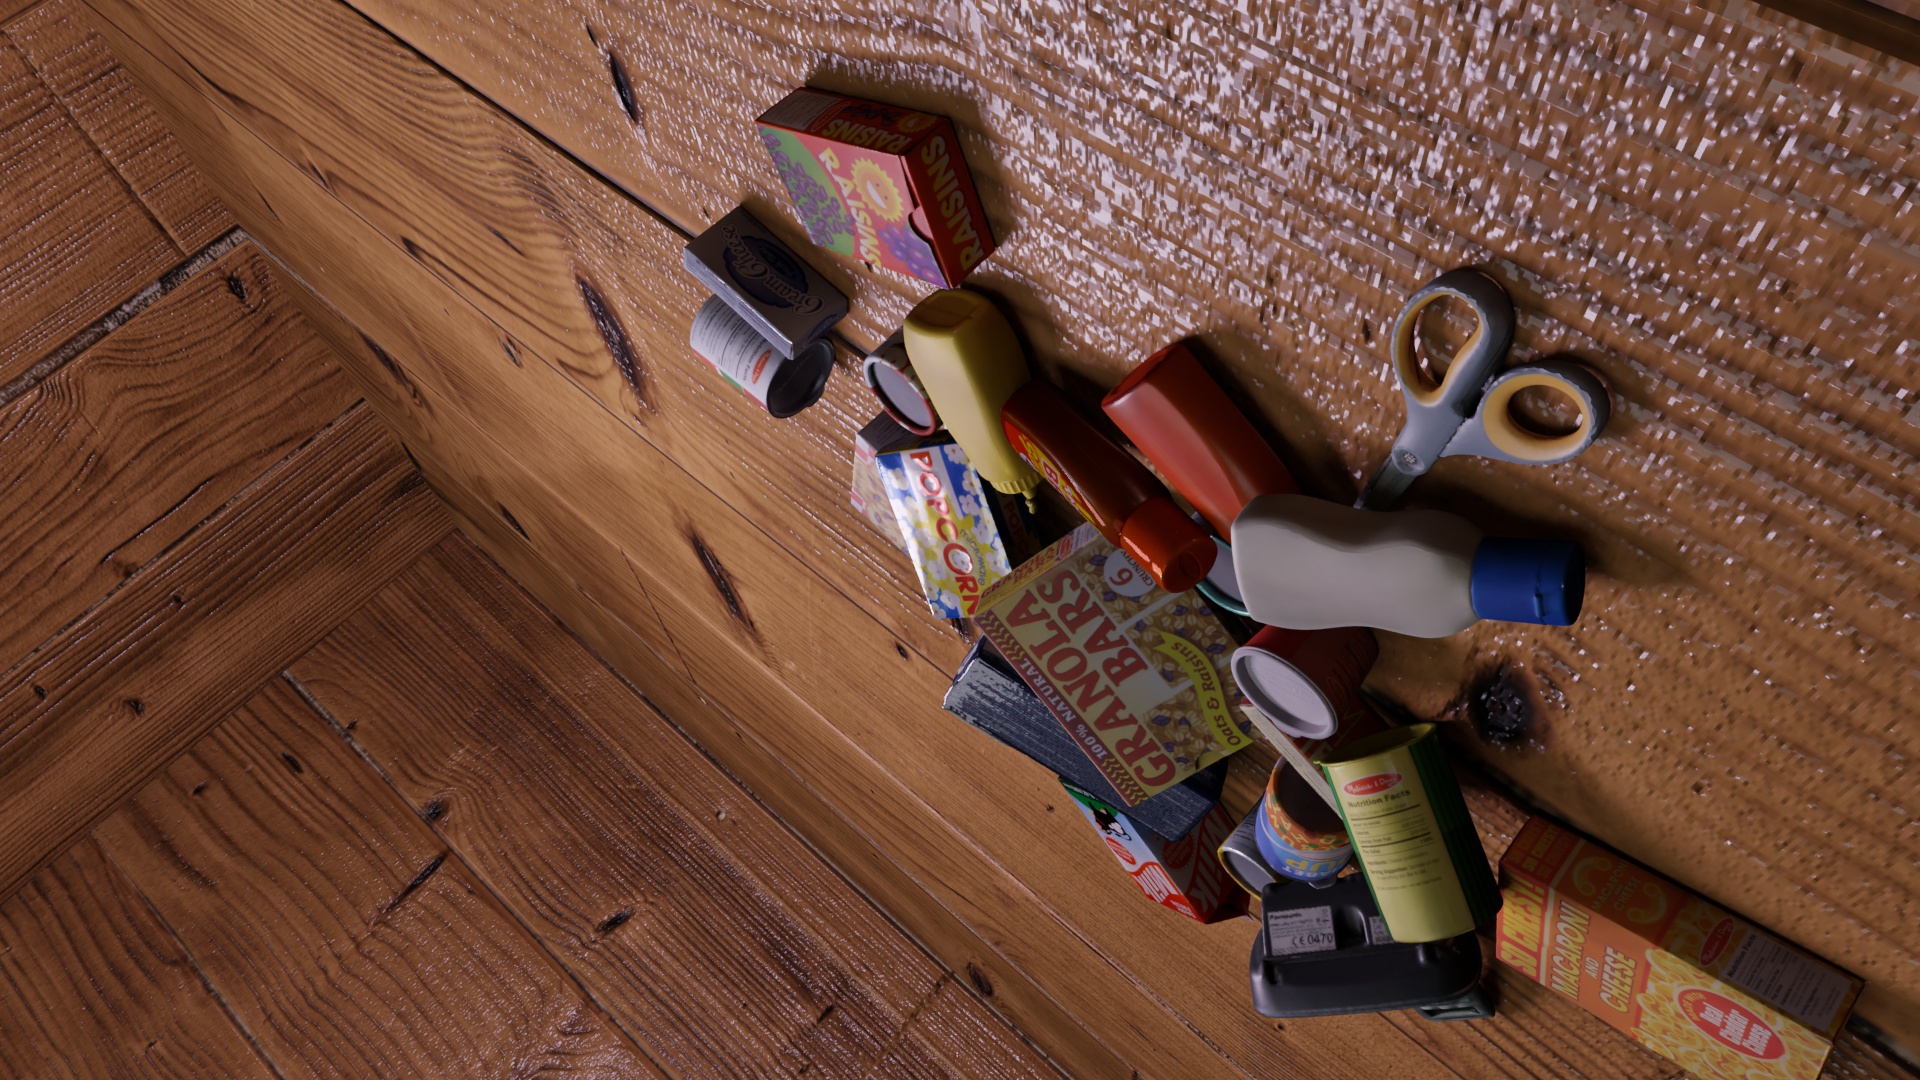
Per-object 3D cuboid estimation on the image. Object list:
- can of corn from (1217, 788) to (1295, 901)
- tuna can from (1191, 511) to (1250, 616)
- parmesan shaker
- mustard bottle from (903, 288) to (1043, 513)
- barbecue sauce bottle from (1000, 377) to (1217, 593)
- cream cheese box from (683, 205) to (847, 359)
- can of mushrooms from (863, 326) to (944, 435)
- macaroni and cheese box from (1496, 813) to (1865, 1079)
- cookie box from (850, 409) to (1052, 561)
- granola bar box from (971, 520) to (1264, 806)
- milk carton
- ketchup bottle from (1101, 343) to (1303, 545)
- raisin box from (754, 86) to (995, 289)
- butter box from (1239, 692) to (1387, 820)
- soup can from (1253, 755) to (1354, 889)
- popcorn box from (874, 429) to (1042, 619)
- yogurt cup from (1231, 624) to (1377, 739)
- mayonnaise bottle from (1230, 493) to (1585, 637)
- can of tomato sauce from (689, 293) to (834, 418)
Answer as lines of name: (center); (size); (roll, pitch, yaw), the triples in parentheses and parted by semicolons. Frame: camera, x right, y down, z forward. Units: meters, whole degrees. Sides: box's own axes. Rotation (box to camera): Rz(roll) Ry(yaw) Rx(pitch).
can of corn: (0.227, 0.222, 0.987); (0.071, 0.058, 0.071); (38, 158, 18)
tuna can: (0.153, 0.010, 0.761); (0.071, 0.033, 0.070); (39, 159, 19)
parmesan shaker: (0.246, 0.160, 0.766); (0.103, 0.071, 0.071); (70, 159, 4)
mustard bottle: (0.019, -0.076, 0.831); (0.065, 0.049, 0.159); (27, 153, 43)
barbecue sauce bottle: (0.081, -0.029, 0.756); (0.149, 0.043, 0.064); (48, 180, 41)
cream cheese box: (-0.131, -0.172, 0.929); (0.104, 0.053, 0.024); (41, 157, 10)
can of mushrooms: (-0.028, -0.101, 0.897); (0.071, 0.033, 0.070); (38, 158, 19)
macaroni and cheese box: (0.375, 0.229, 0.744); (0.167, 0.040, 0.123); (28, 153, 37)
cookie box: (-0.006, -0.009, 1.022); (0.167, 0.040, 0.122); (42, 159, 11)
granola bar box: (0.106, 0.070, 0.848); (0.165, 0.124, 0.039); (50, -158, -13)
milk carton: (0.167, 0.235, 1.105); (0.072, 0.074, 0.190); (9, 140, 57)
ketchup bottle: (0.138, -0.030, 0.700); (0.148, 0.044, 0.064); (47, 162, -6)
raisin box: (-0.047, -0.192, 0.751); (0.123, 0.040, 0.085); (26, 152, 40)
butter box: (0.216, 0.115, 0.812); (0.103, 0.053, 0.024); (47, 162, -4)
soup can: (0.226, 0.175, 0.884); (0.071, 0.071, 0.083); (36, 157, 22)
popcorn box: (0.003, -0.012, 0.923); (0.085, 0.038, 0.126); (-6, 111, 40)
yogurt cup: (0.192, 0.067, 0.765); (0.072, 0.054, 0.072); (38, 158, 18)
mayonnaise bottle: (0.198, 0.014, 0.623); (0.148, 0.041, 0.064); (5, 124, 37)
can of tomato sauce: (-0.143, -0.137, 1.004); (0.083, 0.071, 0.071); (37, 158, 22)
